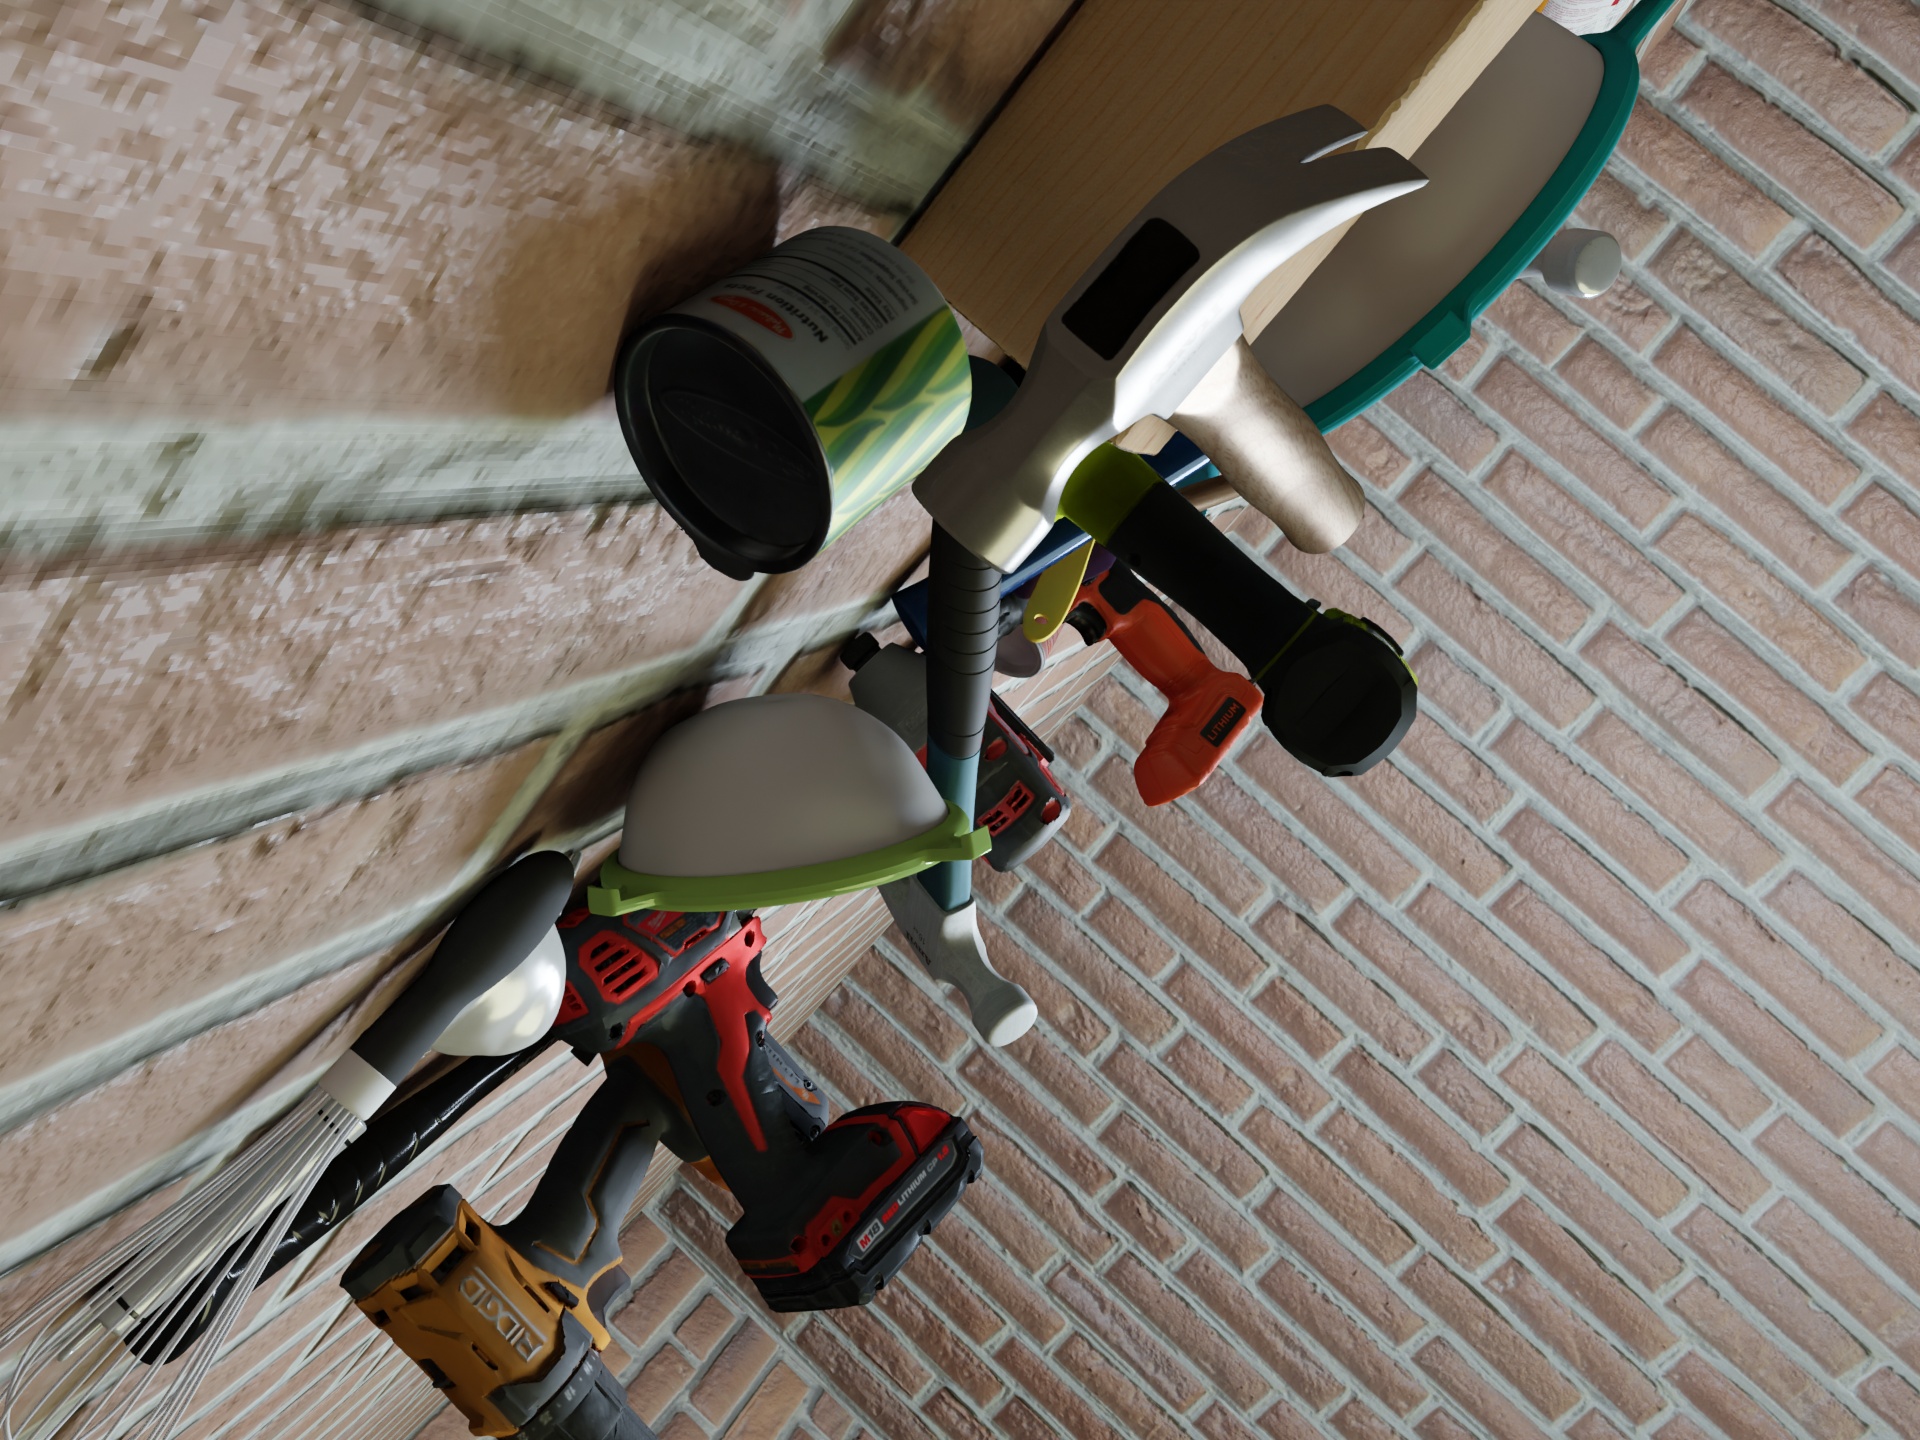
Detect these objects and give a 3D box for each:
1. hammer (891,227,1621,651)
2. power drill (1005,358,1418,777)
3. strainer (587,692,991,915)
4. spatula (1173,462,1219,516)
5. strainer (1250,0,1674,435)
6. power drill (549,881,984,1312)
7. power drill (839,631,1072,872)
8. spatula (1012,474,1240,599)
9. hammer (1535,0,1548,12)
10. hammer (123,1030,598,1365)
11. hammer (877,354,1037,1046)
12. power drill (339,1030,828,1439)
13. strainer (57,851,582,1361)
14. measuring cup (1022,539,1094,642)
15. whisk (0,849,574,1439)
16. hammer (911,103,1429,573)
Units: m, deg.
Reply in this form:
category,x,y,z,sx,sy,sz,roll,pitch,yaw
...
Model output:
category,x,y,z,sx,sy,sz,roll,pitch,yaw
hammer,0.142,-0.158,0.843,0.405,0.035,0.144,-32,-151,-7
power drill,0.107,-0.071,0.715,0.080,0.223,0.171,-49,174,14
strainer,-0.082,0.017,0.697,0.151,0.069,0.256,-8,-170,-7
spatula,0.164,-0.186,1.060,0.317,0.044,0.082,103,-12,-78
strainer,0.127,-0.212,0.693,0.211,0.095,0.340,-56,-163,-16
power drill,-0.086,0.150,0.782,0.080,0.226,0.188,-26,-170,47
power drill,-0.007,0.011,0.898,0.078,0.143,0.219,-44,180,1
spatula,0.119,-0.129,0.967,0.316,0.060,0.018,-23,157,-44
hammer,0.250,-0.314,0.803,0.337,0.034,0.127,-58,-161,-17
hammer,-0.245,0.183,0.753,0.146,0.035,0.335,-53,172,33
hammer,-0.001,-0.002,0.685,0.033,0.128,0.330,-23,139,-26
power drill,-0.160,0.256,0.786,0.084,0.185,0.226,-35,-172,47
strainer,-0.235,0.152,0.624,0.258,0.050,0.087,-42,-174,-24
measuring cup,0.065,-0.104,0.869,0.029,0.062,0.157,99,12,-50
whisk,-0.236,0.153,0.558,0.285,0.070,0.070,-51,176,-22
hammer,0.093,-0.088,0.486,0.130,0.031,0.331,-48,165,13
